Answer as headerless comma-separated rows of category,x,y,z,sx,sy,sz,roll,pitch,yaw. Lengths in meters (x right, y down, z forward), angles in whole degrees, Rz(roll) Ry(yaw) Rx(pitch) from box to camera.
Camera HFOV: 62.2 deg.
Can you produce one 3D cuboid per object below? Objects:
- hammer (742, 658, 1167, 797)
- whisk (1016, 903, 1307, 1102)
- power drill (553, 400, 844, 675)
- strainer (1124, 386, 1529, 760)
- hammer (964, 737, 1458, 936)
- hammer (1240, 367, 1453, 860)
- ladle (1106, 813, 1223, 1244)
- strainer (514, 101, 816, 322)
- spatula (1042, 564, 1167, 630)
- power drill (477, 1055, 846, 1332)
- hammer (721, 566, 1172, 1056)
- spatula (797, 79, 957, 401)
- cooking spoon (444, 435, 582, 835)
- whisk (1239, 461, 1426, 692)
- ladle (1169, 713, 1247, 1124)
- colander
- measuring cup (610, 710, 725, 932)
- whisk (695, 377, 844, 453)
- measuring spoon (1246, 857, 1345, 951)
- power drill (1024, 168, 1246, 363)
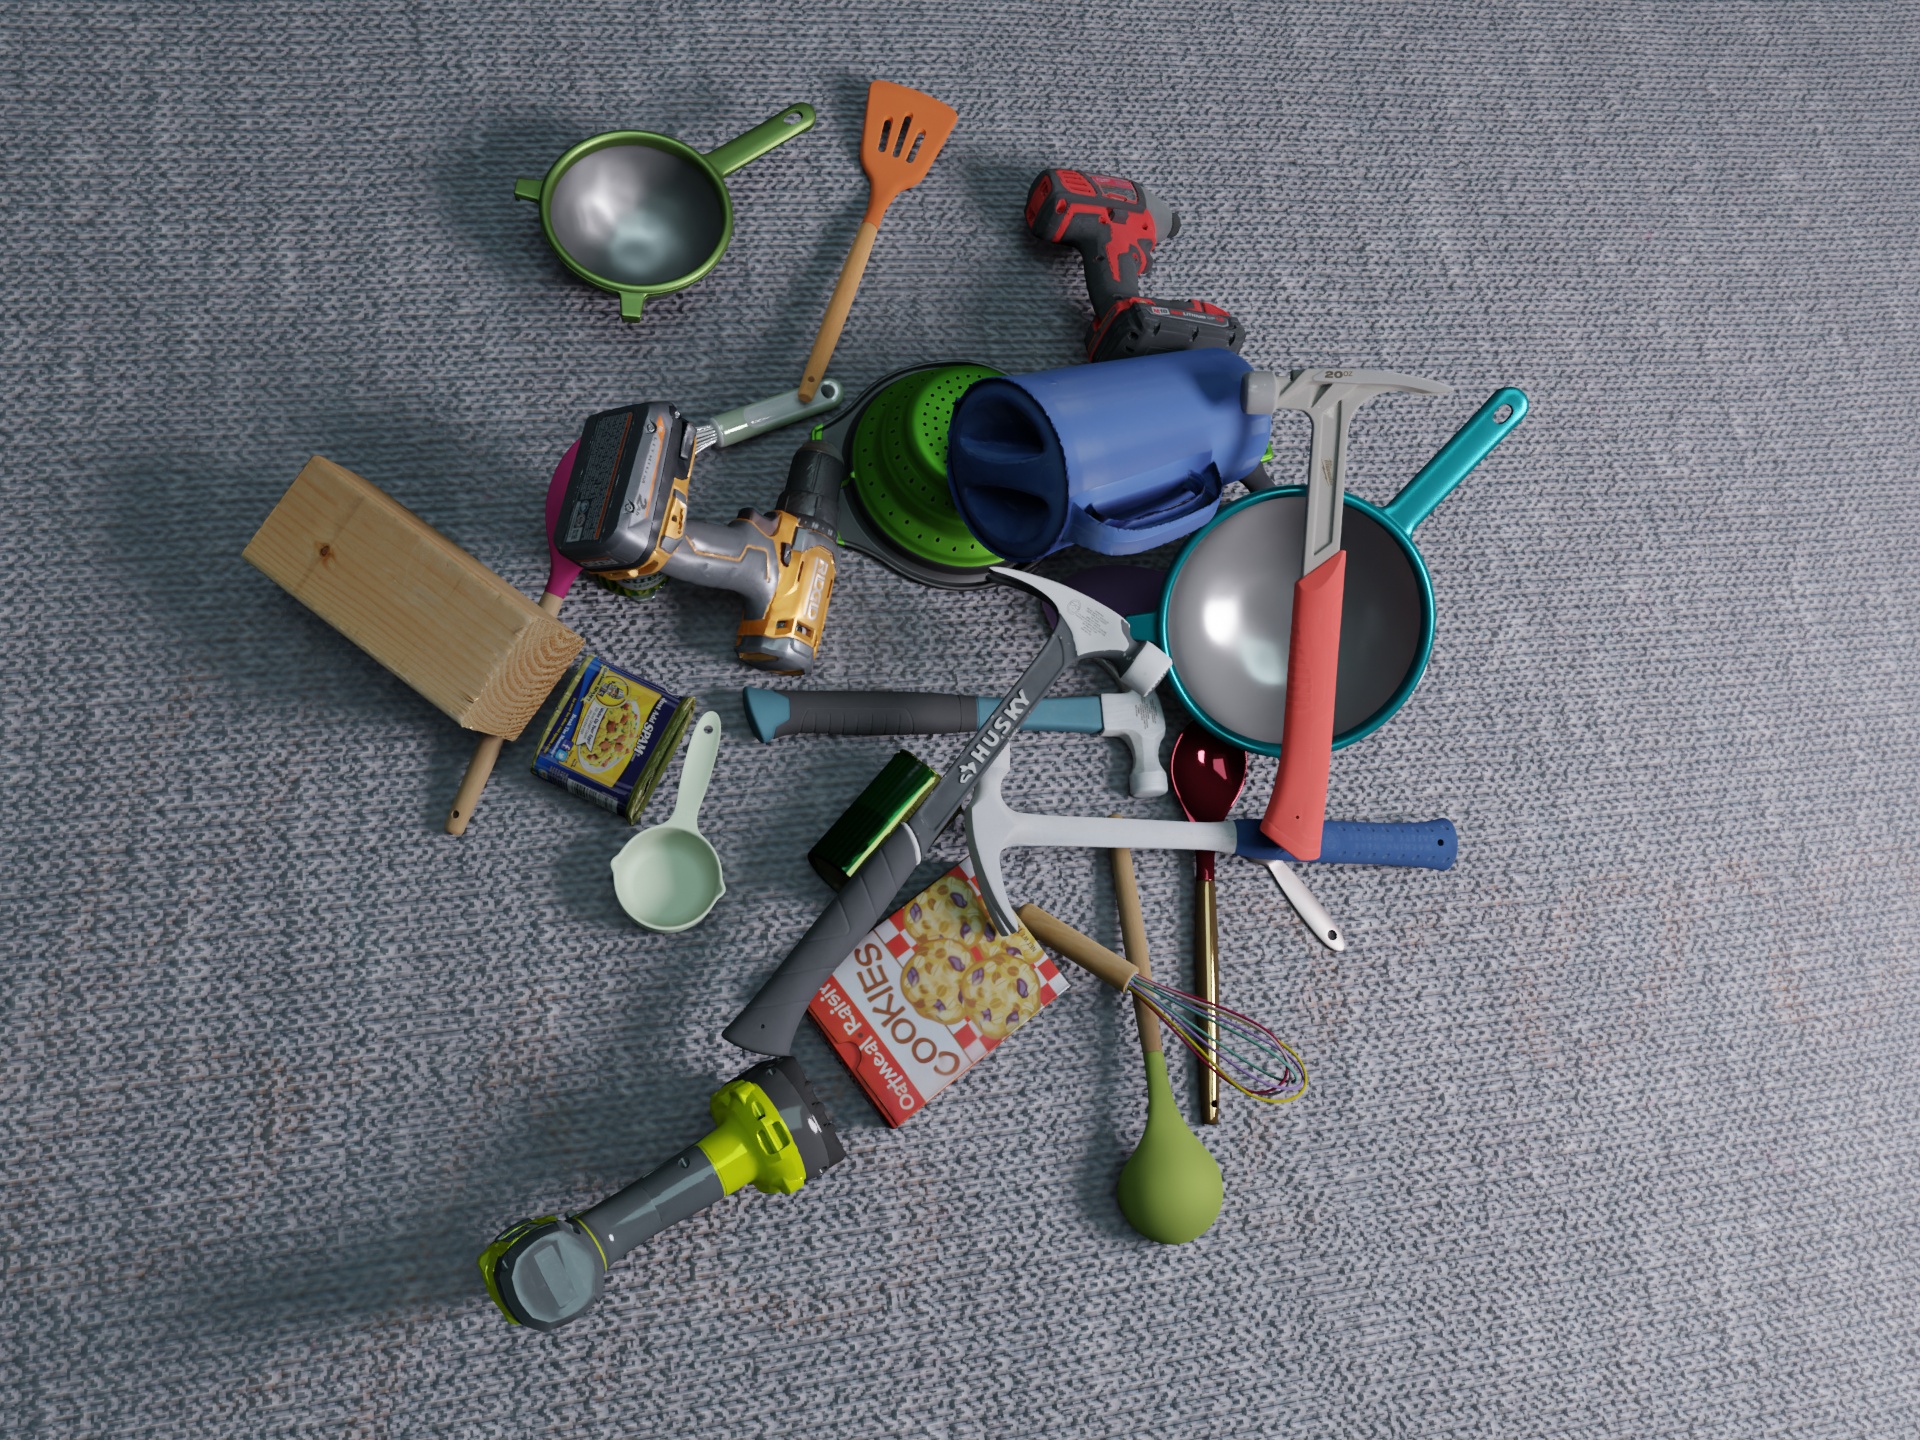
hammer,-0.002,-0.004,1.232,0.331,0.033,0.128,0,74,-13
whisk,0.140,0.202,1.153,0.245,0.051,0.047,30,79,23
power drill,-0.172,-0.153,1.162,0.226,0.084,0.185,28,68,-47
strainer,0.299,-0.128,1.236,0.211,0.095,0.340,42,100,-7
hammer,0.197,0.095,1.215,0.405,0.035,0.144,3,76,-18
hammer,0.272,-0.076,1.172,0.149,0.037,0.359,3,97,2
ladle,0.138,0.226,1.195,0.078,0.062,0.320,-4,67,-7
strainer,-0.221,-0.422,1.293,0.256,0.069,0.151,-39,82,-21
spatula,0.214,-0.128,1.327,0.316,0.018,0.060,-16,71,-16
power drill,-0.200,0.308,1.028,0.223,0.171,0.080,-27,86,-27
hammer,-0.027,0.067,1.123,0.149,0.036,0.409,38,78,3
spatula,-0.082,-0.398,1.322,0.081,0.041,0.323,19,64,-7
cooking spoon,-0.305,-0.067,1.151,0.069,0.017,0.319,21,84,4
whisk,0.289,-0.137,1.311,0.070,0.070,0.284,-37,90,-20
ladle,0.192,0.150,1.232,0.069,0.031,0.316,7,73,-19
colander,0.082,-0.224,1.286,0.397,0.094,0.205,-7,75,-15
measuring cup,-0.202,0.075,1.161,0.083,0.038,0.168,15,69,-8
whisk,-0.199,-0.224,1.249,0.246,0.059,0.058,-25,90,-23
measuring spoon,0.266,0.131,1.259,0.034,0.018,0.124,-35,84,-20
power drill,0.148,-0.372,1.335,0.143,0.078,0.220,0,55,-28
